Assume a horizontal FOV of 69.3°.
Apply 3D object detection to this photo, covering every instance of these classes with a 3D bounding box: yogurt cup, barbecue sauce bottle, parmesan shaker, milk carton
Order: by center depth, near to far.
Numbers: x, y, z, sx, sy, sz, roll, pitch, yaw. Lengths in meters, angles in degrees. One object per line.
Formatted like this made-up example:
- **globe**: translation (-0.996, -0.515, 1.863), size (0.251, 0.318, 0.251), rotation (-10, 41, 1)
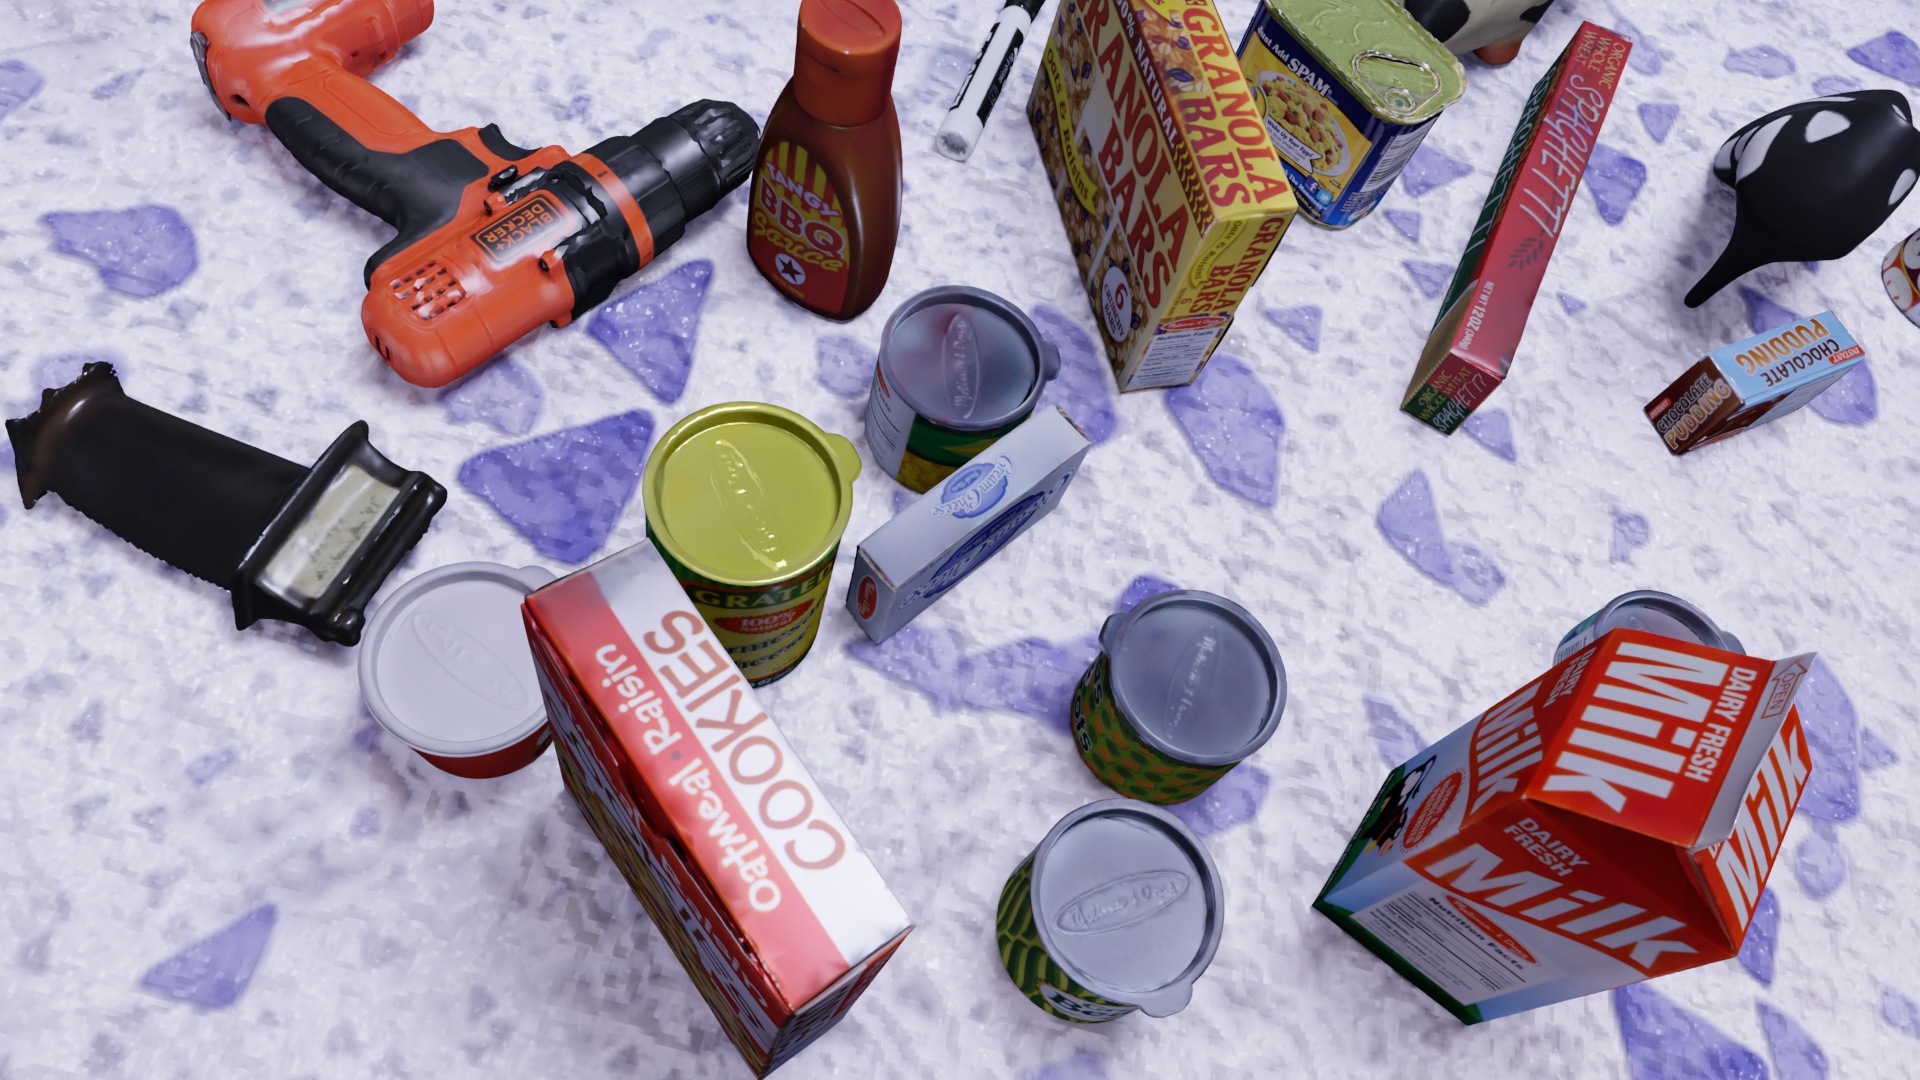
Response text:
- **milk carton**: translation (0.196, 0.094, 0.448), size (0.073, 0.189, 0.072), rotation (38, 63, 8)
- **yogurt cup**: translation (-0.165, 0.048, 0.474), size (0.072, 0.053, 0.072), rotation (5, 63, -9)
- **parmesan shaker**: translation (-0.074, 0.005, 0.487), size (0.071, 0.102, 0.071), rotation (5, 63, -9)
- **barbecue sauce bottle**: translation (-0.050, -0.150, 0.544), size (0.065, 0.147, 0.044), rotation (36, 63, 7)

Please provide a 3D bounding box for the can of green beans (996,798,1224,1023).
- **can of green beans**: translation (0.049, 0.128, 0.476), size (0.071, 0.057, 0.071), rotation (5, 63, -9)

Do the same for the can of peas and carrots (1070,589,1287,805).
- **can of peas and carrots**: translation (0.077, 0.059, 0.516), size (0.071, 0.058, 0.071), rotation (5, 63, -9)

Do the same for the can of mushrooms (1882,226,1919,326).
- **can of mushrooms**: translation (0.520, -0.139, 0.720), size (0.071, 0.033, 0.071), rotation (5, 63, -9)

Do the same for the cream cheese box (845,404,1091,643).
- **cream cheese box**: translation (0.002, -0.007, 0.536), size (0.104, 0.053, 0.024), rotation (-37, 76, -25)

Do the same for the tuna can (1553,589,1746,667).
- **tuna can**: translation (0.285, 0.056, 0.574), size (0.071, 0.032, 0.071), rotation (5, 63, -9)

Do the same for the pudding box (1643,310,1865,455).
- **pudding box**: translation (0.370, -0.073, 0.647), size (0.084, 0.049, 0.030), rotation (-19, 69, -20)

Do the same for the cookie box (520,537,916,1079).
- **cookie box**: translation (-0.075, 0.089, 0.408), size (0.040, 0.166, 0.123), rotation (-32, 74, -23)

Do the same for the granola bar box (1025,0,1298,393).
- **granola bar box**: translation (0.079, -0.165, 0.592), size (0.039, 0.123, 0.166), rotation (-8, 66, -15)

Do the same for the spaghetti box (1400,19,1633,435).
- **spaghetti box**: translation (0.271, -0.157, 0.669), size (0.029, 0.050, 0.251), rotation (29, 62, 3)

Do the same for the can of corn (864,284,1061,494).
- **can of corn**: translation (-0.001, -0.059, 0.559), size (0.071, 0.058, 0.071), rotation (5, 63, -9)
